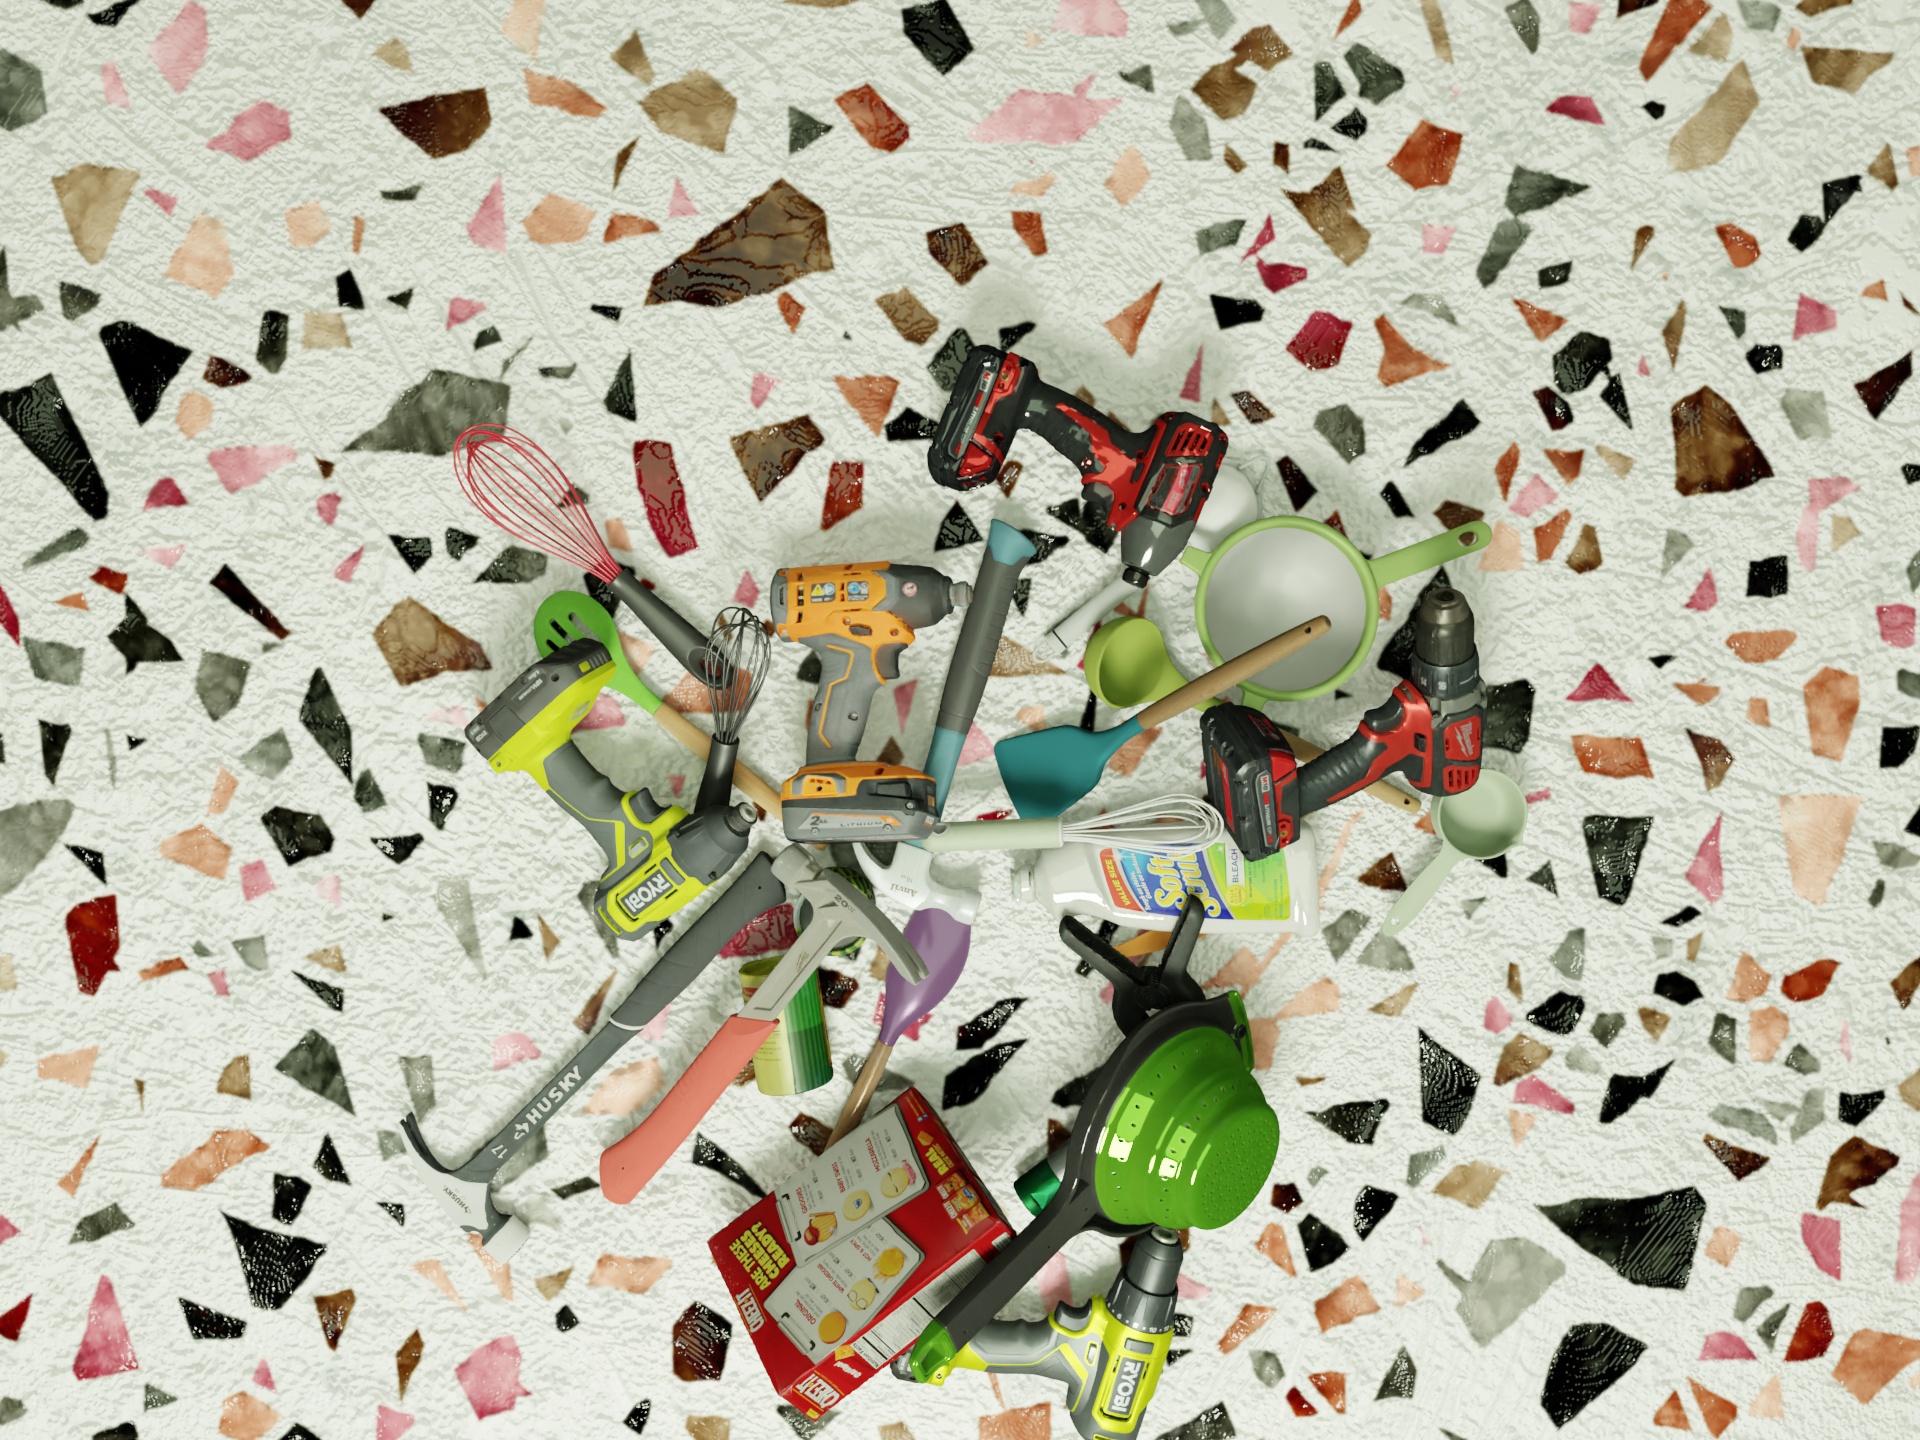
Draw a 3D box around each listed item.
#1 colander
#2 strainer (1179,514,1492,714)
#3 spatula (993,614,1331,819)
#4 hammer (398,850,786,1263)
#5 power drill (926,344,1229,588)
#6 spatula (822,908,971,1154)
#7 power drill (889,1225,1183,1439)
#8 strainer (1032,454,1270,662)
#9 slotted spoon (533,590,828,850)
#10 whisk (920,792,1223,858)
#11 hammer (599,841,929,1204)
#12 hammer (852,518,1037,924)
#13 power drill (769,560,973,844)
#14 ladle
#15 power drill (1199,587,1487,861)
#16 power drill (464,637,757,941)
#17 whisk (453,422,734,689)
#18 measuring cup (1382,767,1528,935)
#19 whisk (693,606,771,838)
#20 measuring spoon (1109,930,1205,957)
[{"bbox_3d":[0.129,0.380,1.231,0.397,0.095,0.204,-38,130,-26],"label":"colander"},{"bbox_3d":[0.311,-0.109,1.314,0.256,0.069,0.151,-21,89,-4],"label":"strainer"},{"bbox_3d":[0.158,-0.007,1.259,0.317,0.044,0.082,-31,75,39],"label":"spatula"},{"bbox_3d":[-0.299,0.265,1.343,0.149,0.036,0.409,44,92,-3],"label":"hammer"},{"bbox_3d":[0.091,-0.204,1.281,0.219,0.078,0.143,22,91,5],"label":"power drill"},{"bbox_3d":[-0.072,0.299,1.357,0.060,0.018,0.316,26,92,2],"label":"spatula"},{"bbox_3d":[0.068,0.497,1.339,0.228,0.080,0.190,14,101,-4],"label":"power drill"},{"bbox_3d":[0.163,-0.131,1.324,0.258,0.050,0.086,-40,108,5],"label":"strainer"},{"bbox_3d":[-0.232,0.005,1.330,0.313,0.031,0.070,40,100,-5],"label":"slotted spoon"},{"bbox_3d":[0.089,0.091,1.290,0.246,0.058,0.059,-3,128,7],"label":"whisk"},{"bbox_3d":[-0.180,0.273,1.289,0.149,0.036,0.359,42,110,12],"label":"hammer"},{"bbox_3d":[-0.002,-0.004,1.329,0.128,0.033,0.331,17,92,0],"label":"hammer"},{"bbox_3d":[-0.069,-0.018,1.279,0.164,0.084,0.226,-4,81,11],"label":"power drill"},{"bbox_3d":[0.247,0.005,1.326,0.320,0.062,0.078,26,90,-5],"label":"ladle"},{"bbox_3d":[0.309,0.002,1.253,0.226,0.080,0.187,-18,128,-6],"label":"power drill"},{"bbox_3d":[-0.277,0.052,1.286,0.171,0.080,0.223,-37,94,28],"label":"power drill"},{"bbox_3d":[-0.297,-0.130,1.307,0.295,0.073,0.073,44,92,-10],"label":"whisk"},{"bbox_3d":[0.408,0.112,1.346,0.083,0.038,0.167,37,94,-3],"label":"measuring cup"},{"bbox_3d":[-0.194,0.015,1.290,0.055,0.055,0.238,14,117,-2],"label":"whisk"},{"bbox_3d":[0.171,0.186,1.360,0.117,0.011,0.021,-18,85,-3],"label":"measuring spoon"}]
